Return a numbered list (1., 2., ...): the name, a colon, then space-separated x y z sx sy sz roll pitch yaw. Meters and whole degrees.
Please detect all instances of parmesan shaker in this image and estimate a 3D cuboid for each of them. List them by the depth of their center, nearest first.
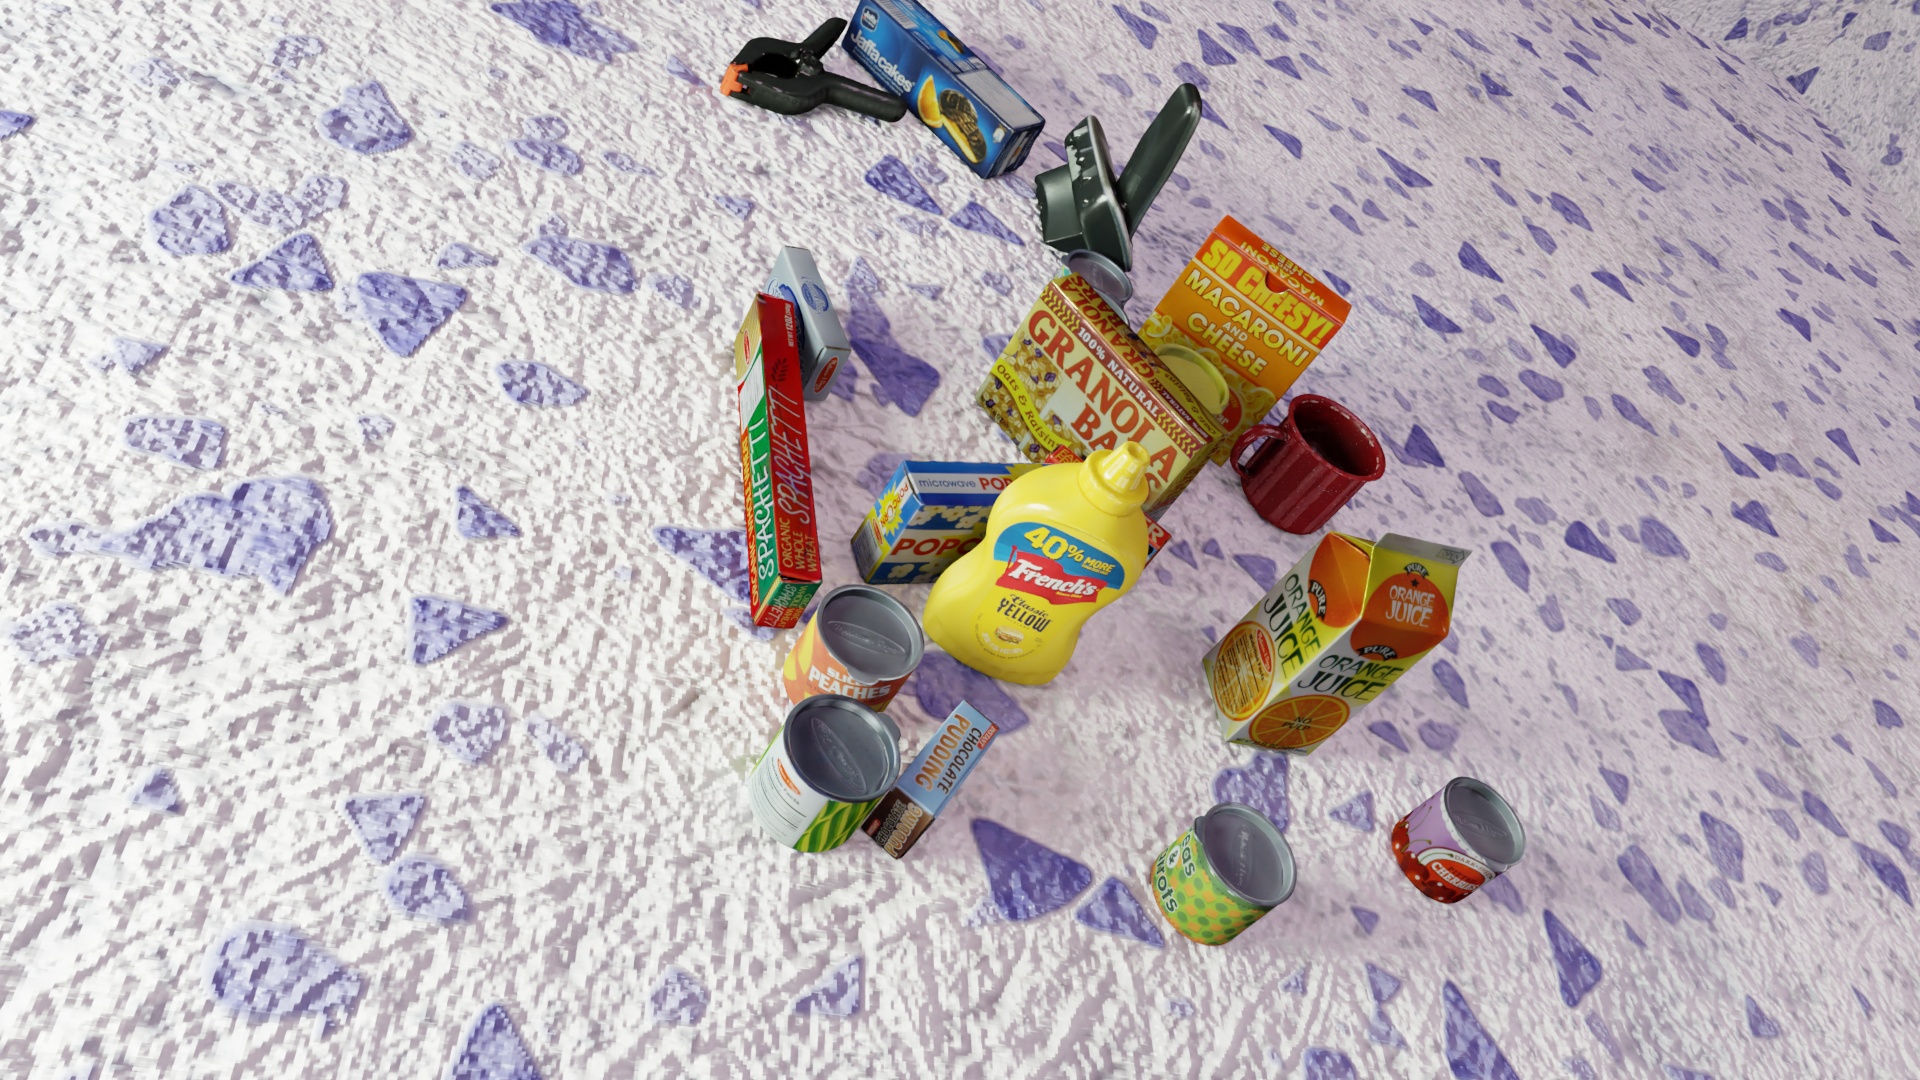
1. parmesan shaker: 0.148 -0.088 1.052 0.071 0.102 0.072 18 44 -18

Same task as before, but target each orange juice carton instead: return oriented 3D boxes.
1. orange juice carton: 0.246 0.059 0.911 0.072 0.191 0.073 13 46 -24

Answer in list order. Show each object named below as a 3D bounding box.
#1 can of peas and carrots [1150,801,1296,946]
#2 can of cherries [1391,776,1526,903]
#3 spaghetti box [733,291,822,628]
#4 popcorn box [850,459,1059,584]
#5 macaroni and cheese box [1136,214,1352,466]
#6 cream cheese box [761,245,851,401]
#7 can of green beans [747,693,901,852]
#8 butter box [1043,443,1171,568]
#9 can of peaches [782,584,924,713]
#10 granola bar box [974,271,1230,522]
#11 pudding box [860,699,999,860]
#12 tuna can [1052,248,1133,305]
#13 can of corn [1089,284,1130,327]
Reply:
1. can of peas and carrots: 0.153 0.197 0.822 0.071 0.058 0.071 18 44 -18
2. can of cherries: 0.334 0.204 0.935 0.071 0.058 0.072 18 44 -18
3. spaghetti box: -0.119 -0.057 0.887 0.029 0.050 0.251 11 47 -25
4. popcorn box: 0.003 -0.011 0.899 0.127 0.084 0.038 -1 52 -34
5. macaroni and cheese box: 0.210 -0.156 1.108 0.124 0.165 0.040 37 41 1
6. cream cheese box: -0.111 -0.153 0.980 0.024 0.053 0.104 0 52 -33
7. can of green beans: -0.073 0.125 0.742 0.071 0.057 0.071 18 44 -18
8. butter box: 0.094 -0.016 0.987 0.103 0.052 0.024 41 42 7
9. can of peaches: -0.063 0.070 0.800 0.071 0.057 0.071 18 44 -18
10. granola bar box: 0.097 -0.092 1.006 0.039 0.123 0.166 -24 67 -45
11. pudding box: -0.015 0.133 0.778 0.030 0.049 0.084 39 41 4
12. tuna can: 0.111 -0.219 1.203 0.071 0.032 0.071 18 44 -18
13. can of corn: 0.096 -0.166 1.124 0.071 0.058 0.071 18 44 -18
